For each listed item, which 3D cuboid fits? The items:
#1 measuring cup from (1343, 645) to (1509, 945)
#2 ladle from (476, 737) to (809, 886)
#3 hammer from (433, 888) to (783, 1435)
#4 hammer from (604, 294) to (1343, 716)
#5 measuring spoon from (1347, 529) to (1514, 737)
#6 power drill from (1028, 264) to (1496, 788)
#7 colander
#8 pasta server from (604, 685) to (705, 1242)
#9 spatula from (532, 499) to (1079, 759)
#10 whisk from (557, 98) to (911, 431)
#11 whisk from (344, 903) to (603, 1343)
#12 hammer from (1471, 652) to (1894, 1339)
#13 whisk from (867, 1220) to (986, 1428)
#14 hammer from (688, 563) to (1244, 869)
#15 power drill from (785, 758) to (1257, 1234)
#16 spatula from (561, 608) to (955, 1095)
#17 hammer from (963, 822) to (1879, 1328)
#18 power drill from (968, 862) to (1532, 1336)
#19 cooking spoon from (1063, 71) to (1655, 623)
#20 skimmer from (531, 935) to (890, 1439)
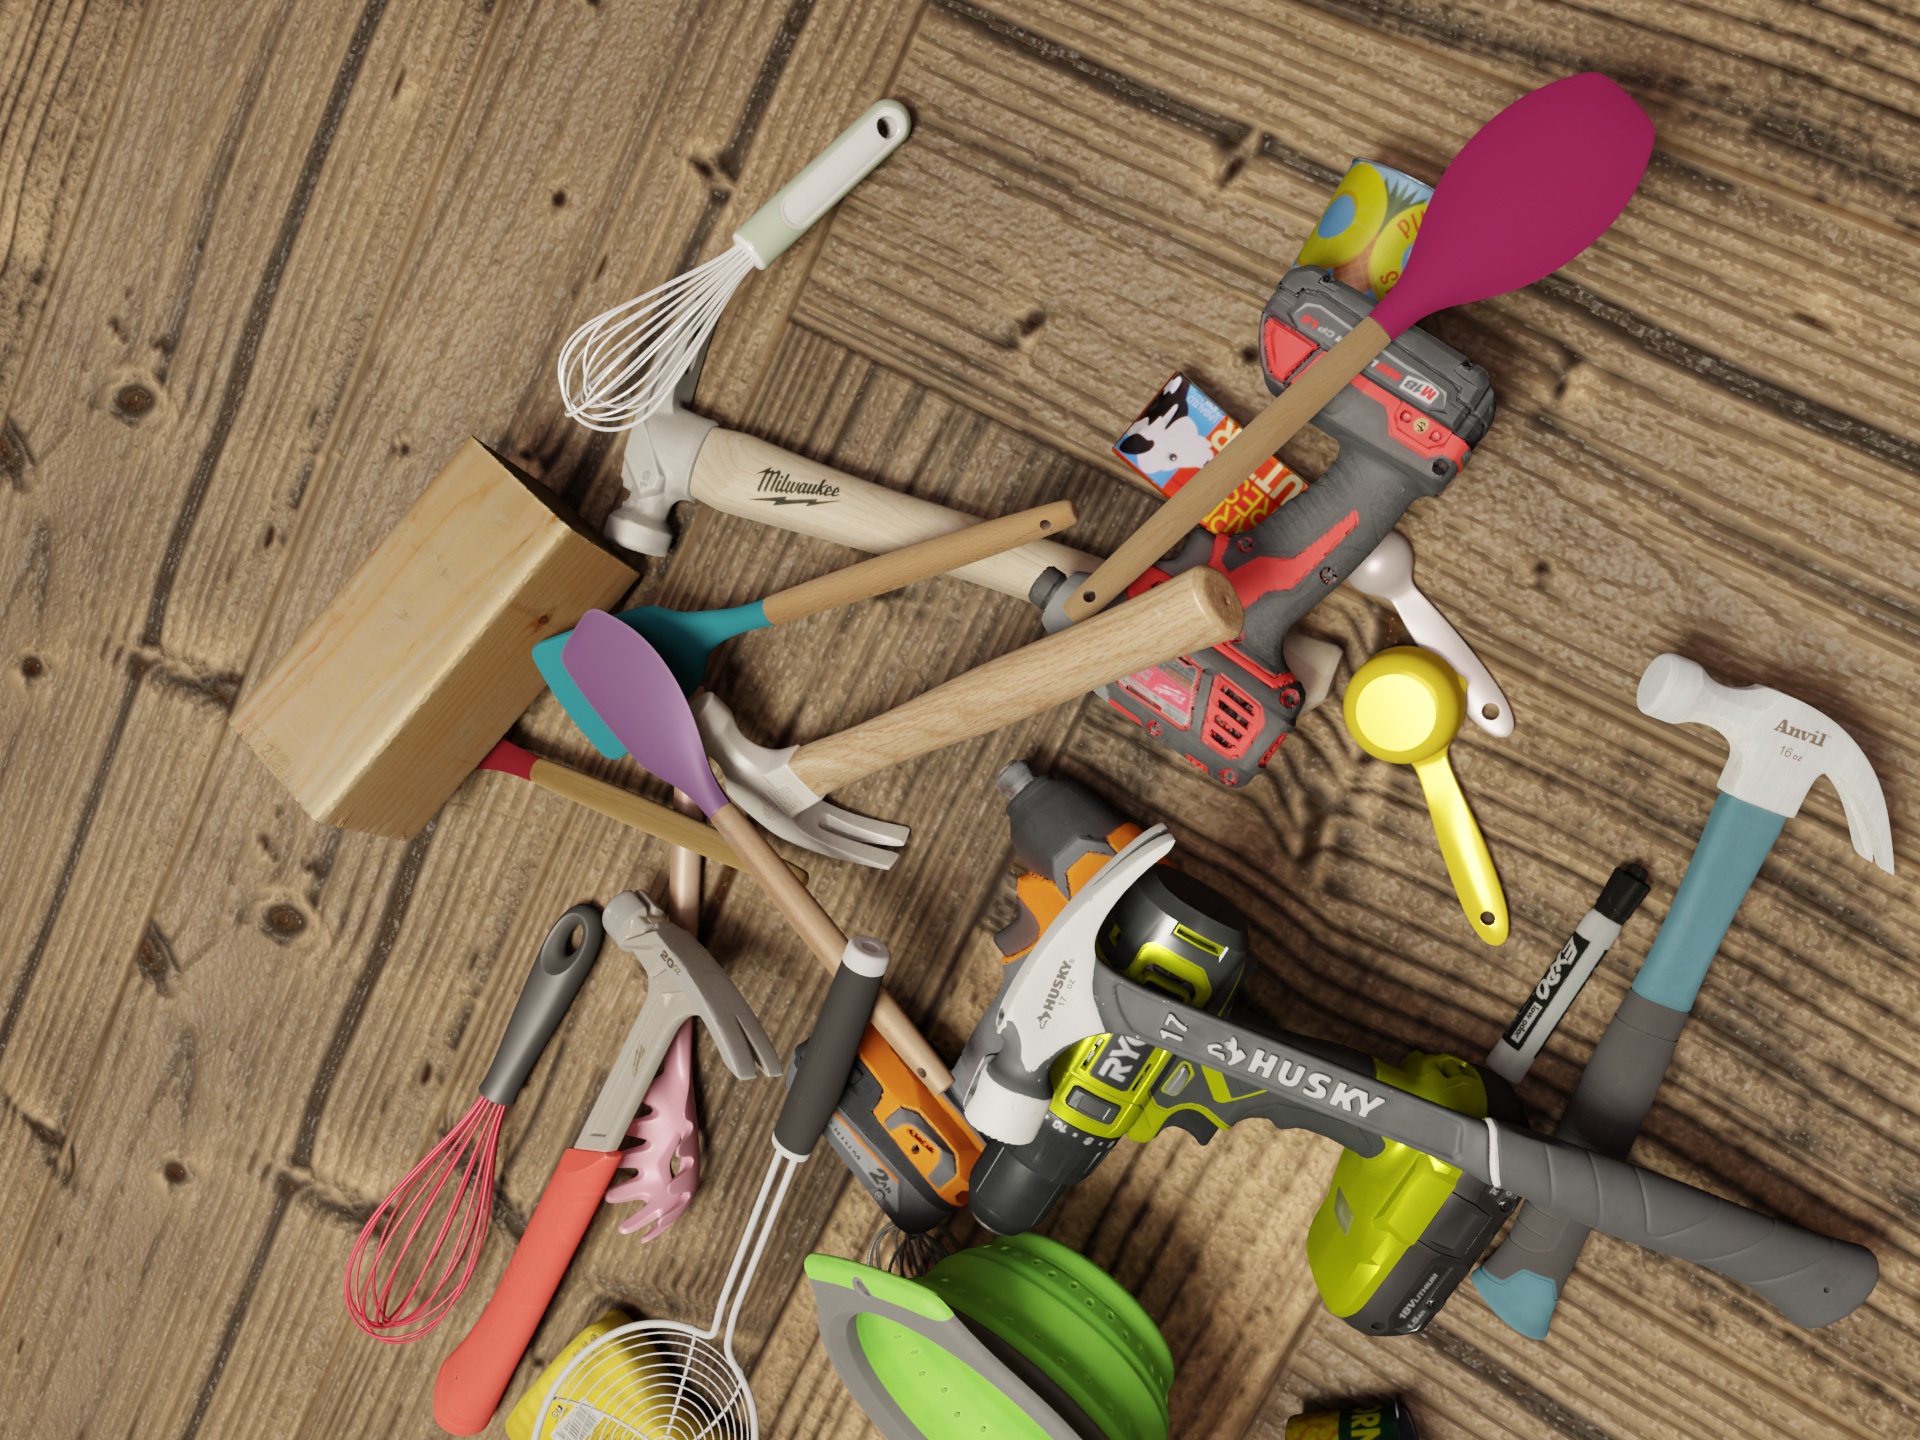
[{"bbox_3d":[0.233,0.039,0.777,0.062,0.029,0.156,-22,88,30],"label":"measuring cup"},{"bbox_3d":[-0.222,0.038,0.915,0.315,0.031,0.069,20,94,21],"label":"ladle"},{"bbox_3d":[-0.218,0.280,0.907,0.149,0.036,0.359,43,114,37],"label":"hammer"},{"bbox_3d":[0.005,-0.101,0.846,0.411,0.038,0.146,21,98,16],"label":"hammer"},{"bbox_3d":[0.232,-0.043,0.783,0.034,0.018,0.124,-37,82,16],"label":"measuring spoon"},{"bbox_3d":[0.138,-0.093,0.754,0.143,0.078,0.219,36,100,13],"label":"power drill"},{"bbox_3d":[0.075,0.386,0.799,0.204,0.094,0.396,-7,119,50],"label":"colander"},{"bbox_3d":[-0.166,0.138,0.913,0.060,0.040,0.316,5,93,44],"label":"pasta server"},{"bbox_3d":[-0.082,-0.057,0.835,0.317,0.044,0.082,-16,119,28],"label":"spatula"},{"bbox_3d":[-0.118,-0.244,0.846,0.246,0.059,0.057,-44,114,-4],"label":"whisk"},{"bbox_3d":[-0.285,0.241,0.950,0.073,0.073,0.296,28,94,15],"label":"whisk"},{"bbox_3d":[0.320,0.142,0.745,0.128,0.033,0.331,20,103,1],"label":"hammer"},{"bbox_3d":[0.007,0.381,0.865,0.055,0.055,0.239,-21,90,18],"label":"whisk"},{"bbox_3d":[-0.001,-0.002,0.778,0.331,0.031,0.130,-22,119,42],"label":"hammer"},{"bbox_3d":[0.019,0.139,0.832,0.226,0.084,0.164,-43,79,11],"label":"power drill"},{"bbox_3d":[-0.106,0.065,0.821,0.316,0.018,0.059,50,123,13],"label":"spatula"},{"bbox_3d":[0.215,0.176,0.693,0.409,0.036,0.149,22,99,-6],"label":"hammer"},{"bbox_3d":[0.131,0.196,0.752,0.228,0.080,0.190,28,103,-9],"label":"power drill"},{"bbox_3d":[0.164,-0.153,0.695,0.319,0.017,0.069,-43,81,14],"label":"cooking spoon"},{"bbox_3d":[-0.122,0.272,0.802,0.127,0.090,0.363,32,112,26],"label":"skimmer"}]
